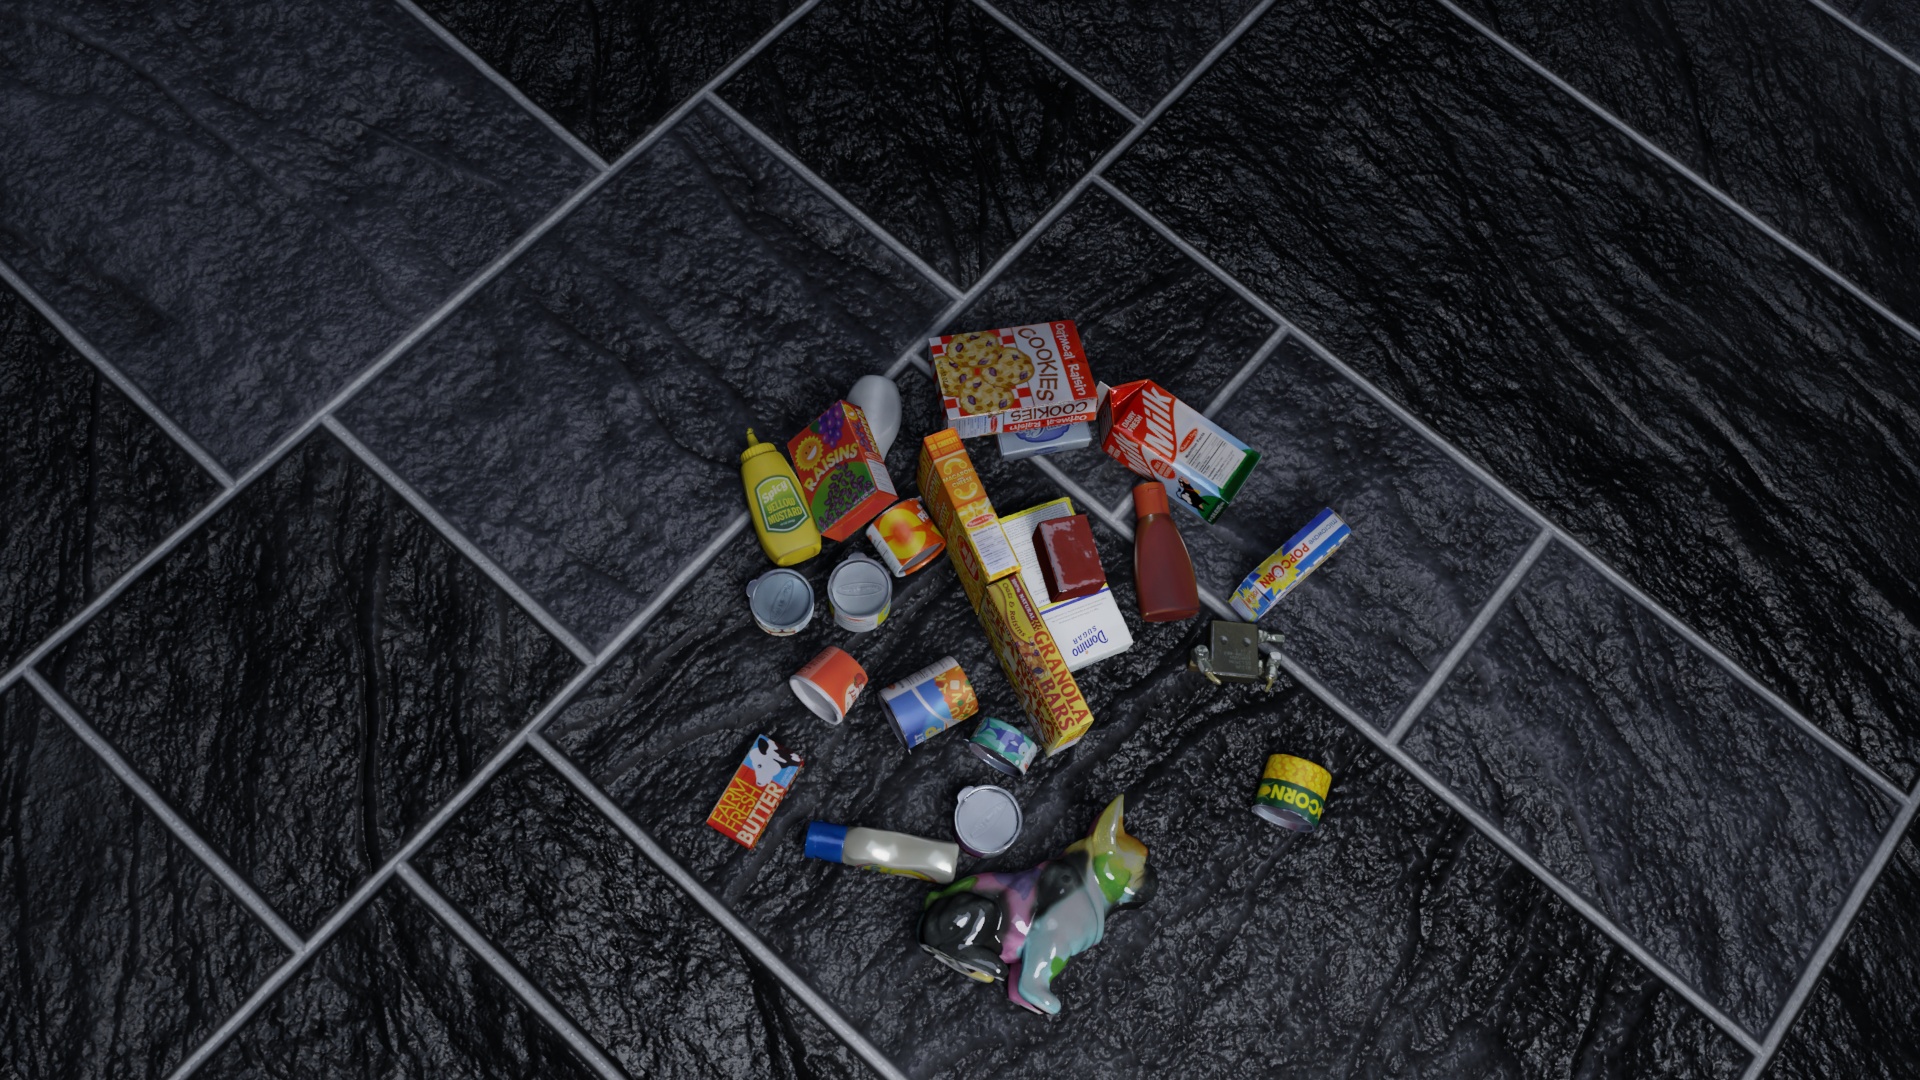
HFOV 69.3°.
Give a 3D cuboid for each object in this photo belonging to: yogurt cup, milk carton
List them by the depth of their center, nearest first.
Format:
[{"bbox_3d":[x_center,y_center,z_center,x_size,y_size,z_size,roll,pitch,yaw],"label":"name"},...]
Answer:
[{"bbox_3d":[-0.132,0.144,1.410,0.072,0.072,0.054,38,64,9],"label":"yogurt cup"},{"bbox_3d":[0.225,-0.108,1.525,0.191,0.072,0.074,35,72,7],"label":"milk carton"}]

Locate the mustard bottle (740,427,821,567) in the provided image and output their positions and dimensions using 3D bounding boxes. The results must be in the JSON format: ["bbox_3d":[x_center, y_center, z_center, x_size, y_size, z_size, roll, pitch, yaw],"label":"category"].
[{"bbox_3d":[-0.201,-0.052,1.481,0.065,0.048,0.160,-21,74,-13],"label":"mustard bottle"}]

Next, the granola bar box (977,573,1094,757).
[{"bbox_3d":[0.074,0.127,1.400,0.039,0.123,0.166,-24,74,-11],"label":"granola bar box"}]

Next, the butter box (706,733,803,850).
[{"bbox_3d":[-0.205,0.251,1.385,0.053,0.024,0.104,28,70,6],"label":"butter box"}]

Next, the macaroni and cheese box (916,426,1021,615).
[{"bbox_3d":[0.005,-0.018,1.446,0.040,0.123,0.167,-22,73,-13],"label":"macaroni and cheese box"}]

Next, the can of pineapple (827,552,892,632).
[{"bbox_3d":[-0.104,0.055,1.446,0.071,0.057,0.071,2,70,-4],"label":"can of pineapple"}]

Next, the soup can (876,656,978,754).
[{"bbox_3d":[-0.032,0.167,1.409,0.084,0.071,0.071,-26,75,-13],"label":"soup can"}]

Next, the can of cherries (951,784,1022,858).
[{"bbox_3d":[0.024,0.277,1.377,0.071,0.058,0.071,1,71,-3],"label":"can of cherries"}]

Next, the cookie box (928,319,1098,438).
[{"bbox_3d":[0.057,-0.179,1.535,0.168,0.040,0.123,-8,54,-7],"label":"cookie box"}]

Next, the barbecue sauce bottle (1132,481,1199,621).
[{"bbox_3d":[0.214,0.011,1.496,0.065,0.043,0.149,-5,70,-7],"label":"barbecue sauce bottle"}]

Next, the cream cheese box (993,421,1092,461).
[{"bbox_3d":[0.089,-0.123,1.544,0.104,0.024,0.053,-10,72,-8],"label":"cream cheese box"}]

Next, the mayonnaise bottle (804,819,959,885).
[{"bbox_3d":[-0.077,0.304,1.359,0.148,0.064,0.041,9,68,3],"label":"mayonnaise bottle"}]

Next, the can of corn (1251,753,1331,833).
[{"bbox_3d":[0.336,0.255,1.404,0.071,0.071,0.058,22,70,3],"label":"can of corn"}]

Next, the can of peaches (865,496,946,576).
[{"bbox_3d":[-0.055,-0.004,1.466,0.071,0.071,0.058,-32,76,-14],"label":"can of peaches"}]

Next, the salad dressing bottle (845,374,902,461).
[{"bbox_3d":[-0.100,-0.105,1.512,0.064,0.044,0.148,5,71,3],"label":"salad dressing bottle"}]

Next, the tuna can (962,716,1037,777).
[{"bbox_3d":[0.040,0.207,1.400,0.071,0.071,0.033,30,70,6],"label":"tuna can"}]

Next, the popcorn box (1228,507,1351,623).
[{"bbox_3d":[0.350,0.028,1.479,0.127,0.085,0.038,-38,77,-15],"label":"popcorn box"}]

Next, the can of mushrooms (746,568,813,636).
[{"bbox_3d":[-0.188,0.064,1.449,0.071,0.033,0.071,1,71,-4],"label":"can of mushrooms"}]

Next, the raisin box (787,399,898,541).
[{"bbox_3d":[-0.125,-0.074,1.464,0.086,0.040,0.124,-37,59,24],"label":"raisin box"}]
